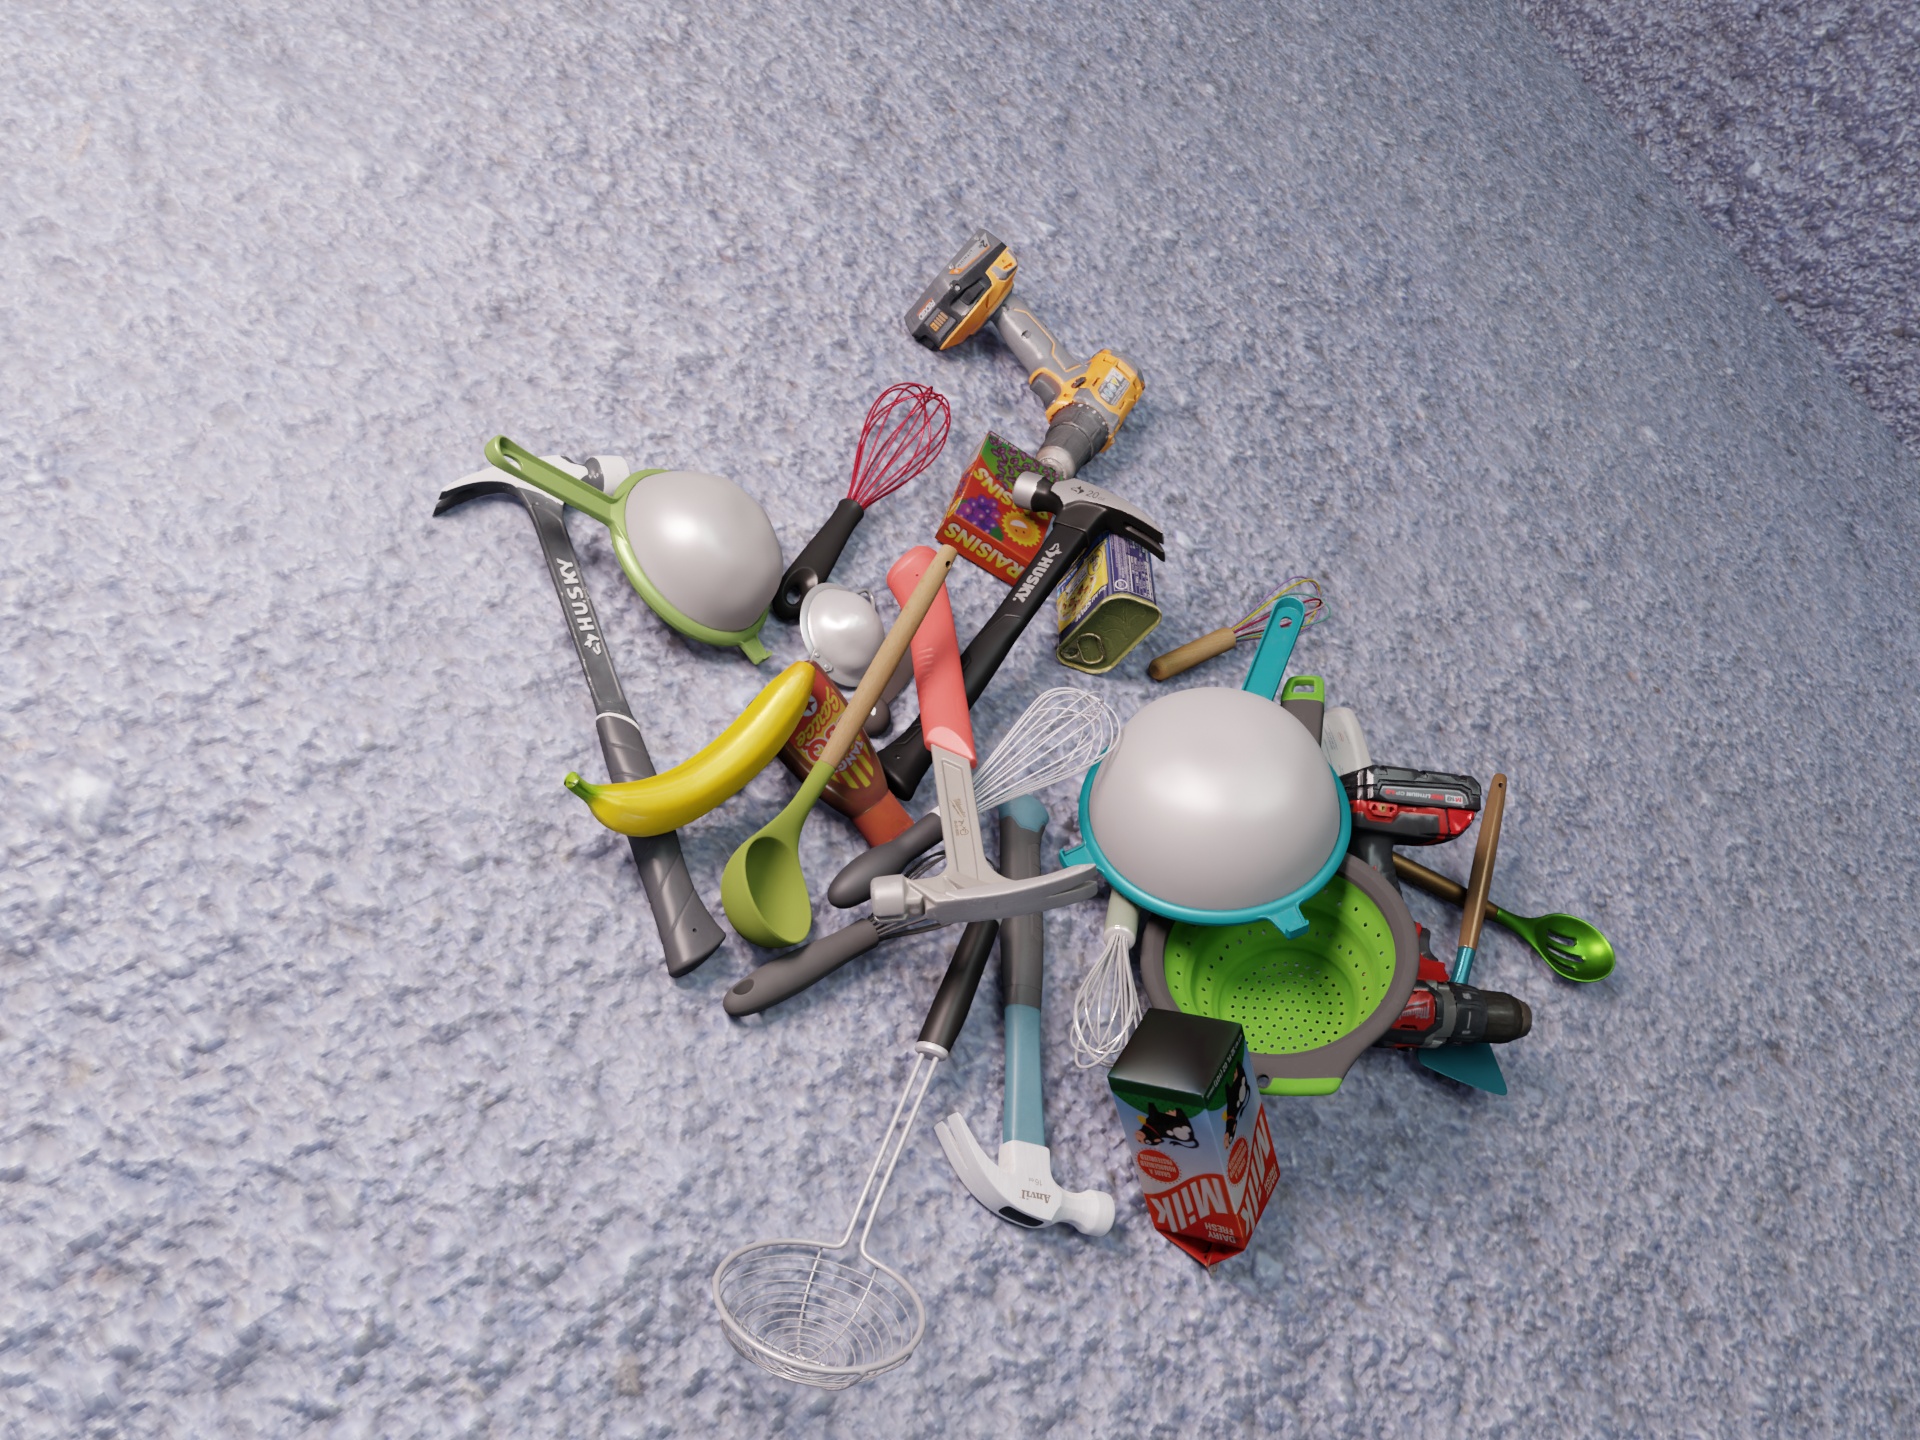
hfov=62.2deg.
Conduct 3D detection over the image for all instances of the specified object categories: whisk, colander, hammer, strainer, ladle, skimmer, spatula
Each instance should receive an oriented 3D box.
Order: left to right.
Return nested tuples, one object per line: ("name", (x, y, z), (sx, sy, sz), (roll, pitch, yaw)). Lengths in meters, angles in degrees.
("hammer", (-0.249, -0.014, 1.107), (0.149, 0.036, 0.409), (-8, 65, -35))
("strainer", (-0.216, -0.153, 1.145), (0.256, 0.069, 0.152), (27, 44, -42))
("strainer", (-0.117, -0.027, 1.198), (0.086, 0.050, 0.258), (51, 49, -18))
("ladle", (-0.072, 0.011, 1.105), (0.078, 0.062, 0.320), (45, 66, -43))
("whisk", (-0.081, -0.187, 1.320), (0.073, 0.073, 0.296), (35, 54, -8))
("whisk", (-0.068, 0.147, 1.111), (0.239, 0.055, 0.055), (-25, 76, -36))
("skimmer", (-0.039, 0.249, 1.012), (0.127, 0.090, 0.363), (16, 52, 12))
("hammer", (-0.002, -0.004, 1.162), (0.149, 0.036, 0.359), (-8, 45, -1))
("whisk", (0.013, 0.056, 1.161), (0.284, 0.070, 0.070), (-35, 82, -31))
("hammer", (0.036, -0.068, 1.265), (0.146, 0.035, 0.335), (21, 59, 25))
("hammer", (0.046, 0.199, 1.155), (0.128, 0.033, 0.331), (18, 52, -23))
("whisk", (0.117, 0.169, 1.187), (0.057, 0.059, 0.246), (39, 32, -12))
("strainer", (0.219, -0.001, 1.251), (0.211, 0.095, 0.340), (15, 53, 18))
("whisk", (0.263, -0.079, 1.480), (0.245, 0.047, 0.051), (-24, 63, -36))
("colander", (0.262, 0.136, 1.263), (0.204, 0.094, 0.397), (0, 50, 18))
("spatula", (0.459, 0.178, 1.405), (0.082, 0.044, 0.318), (22, 61, -1))

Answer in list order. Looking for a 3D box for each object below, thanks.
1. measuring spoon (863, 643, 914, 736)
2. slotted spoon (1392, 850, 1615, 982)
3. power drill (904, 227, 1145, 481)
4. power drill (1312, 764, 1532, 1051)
("measuring spoon", (-0.049, -0.034, 1.257), (0.034, 0.018, 0.124), (45, 45, -14))
("slotted spoon", (0.466, 0.164, 1.454), (0.313, 0.031, 0.070), (26, 52, -14))
("power drill", (0.058, -0.333, 1.493), (0.226, 0.084, 0.185), (40, 48, -9))
("power drill", (0.385, 0.160, 1.319), (0.188, 0.080, 0.227), (7, 77, -14))
